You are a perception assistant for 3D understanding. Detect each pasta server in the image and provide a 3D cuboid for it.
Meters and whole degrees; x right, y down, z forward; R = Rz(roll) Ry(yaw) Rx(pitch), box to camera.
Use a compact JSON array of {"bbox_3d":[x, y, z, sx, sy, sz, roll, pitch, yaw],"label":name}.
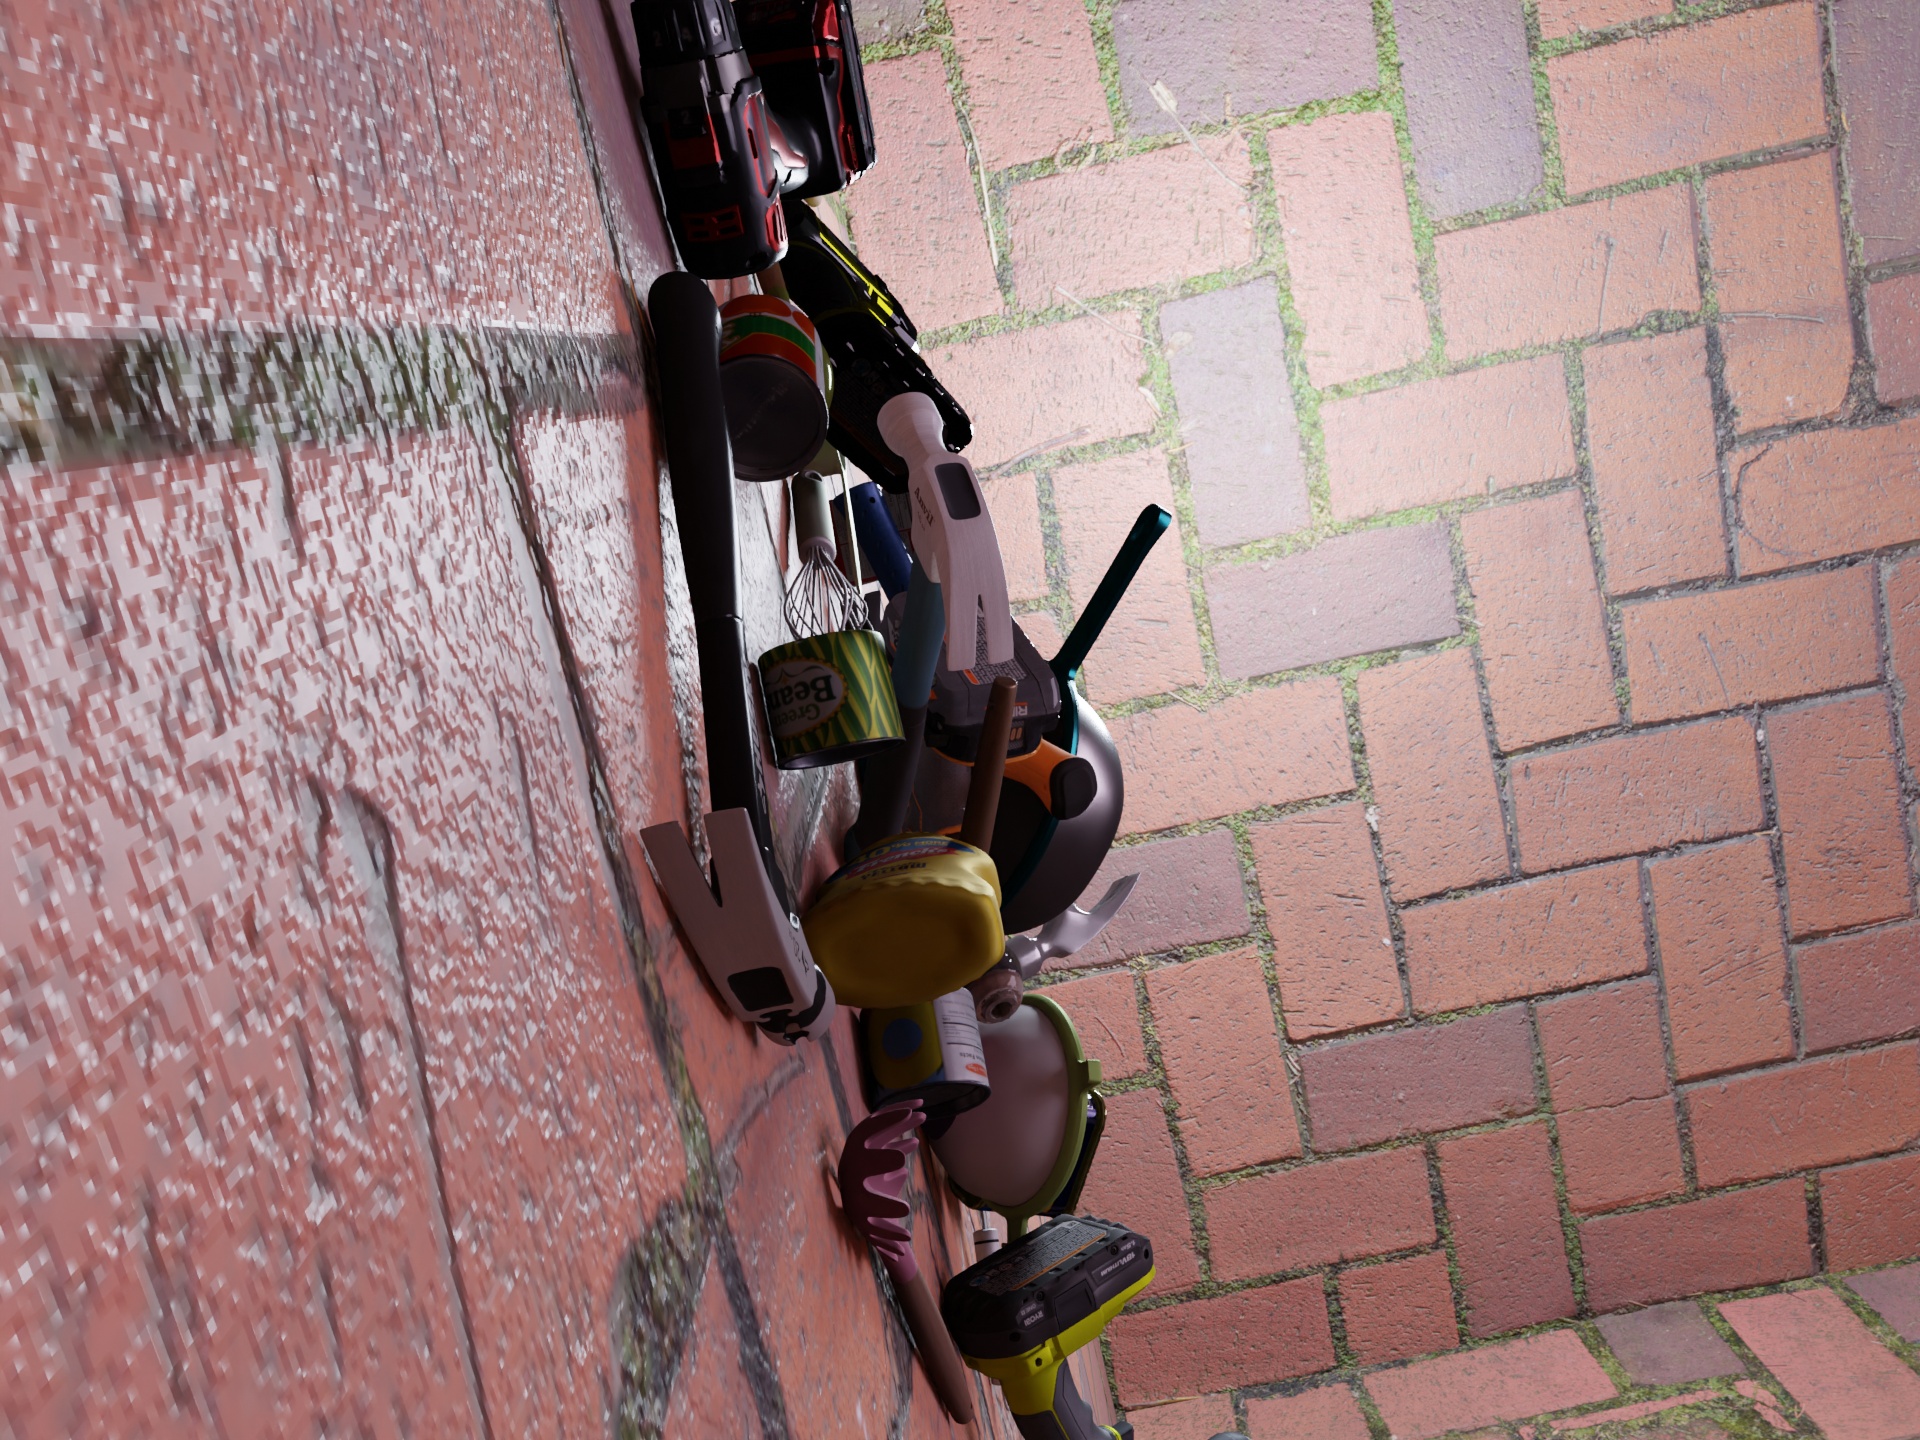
[{"bbox_3d":[-0.017,0.289,0.802,0.315,0.040,0.060,77,14,-45],"label":"pasta server"}]

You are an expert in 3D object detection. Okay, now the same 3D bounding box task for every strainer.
[{"bbox_3d":[0.082,0.014,1.123,0.340,0.095,0.211,-60,-155,9],"label":"strainer"},{"bbox_3d":[-0.001,0.236,1.122,0.257,0.069,0.151,47,-60,56],"label":"strainer"},{"bbox_3d":[0.020,0.381,1.200,0.086,0.050,0.259,69,13,-68],"label":"strainer"}]

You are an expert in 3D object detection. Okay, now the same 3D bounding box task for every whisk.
[{"bbox_3d":[-0.092,-0.103,1.027,0.247,0.057,0.059,-104,-146,-56],"label":"whisk"}]

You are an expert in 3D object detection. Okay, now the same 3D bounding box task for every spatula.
[{"bbox_3d":[0.001,0.116,0.908,0.060,0.018,0.315,41,-49,43],"label":"spatula"}]

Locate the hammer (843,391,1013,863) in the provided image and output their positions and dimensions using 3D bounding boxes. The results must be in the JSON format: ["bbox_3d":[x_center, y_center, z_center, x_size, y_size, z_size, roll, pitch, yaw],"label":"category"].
[{"bbox_3d":[-0.030,-0.010,0.858,0.330,0.033,0.128,105,-33,-51],"label":"hammer"}]

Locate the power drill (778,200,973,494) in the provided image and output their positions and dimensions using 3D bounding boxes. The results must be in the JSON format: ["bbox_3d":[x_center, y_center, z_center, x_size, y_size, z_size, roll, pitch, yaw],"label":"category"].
[{"bbox_3d":[-0.068,-0.265,1.132,0.171,0.080,0.223,39,21,-37],"label":"power drill"}]

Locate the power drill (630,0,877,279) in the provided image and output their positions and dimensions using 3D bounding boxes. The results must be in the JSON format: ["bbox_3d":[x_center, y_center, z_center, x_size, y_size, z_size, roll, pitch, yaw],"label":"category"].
[{"bbox_3d":[-0.119,-0.358,0.875,0.227,0.080,0.187,-70,152,-60],"label":"power drill"}]

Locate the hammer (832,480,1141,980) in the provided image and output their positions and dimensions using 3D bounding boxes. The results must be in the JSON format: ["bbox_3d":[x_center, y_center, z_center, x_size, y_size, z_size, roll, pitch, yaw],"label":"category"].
[{"bbox_3d":[0.008,-0.004,1.264,0.035,0.144,0.405,-31,-96,57],"label":"hammer"}]

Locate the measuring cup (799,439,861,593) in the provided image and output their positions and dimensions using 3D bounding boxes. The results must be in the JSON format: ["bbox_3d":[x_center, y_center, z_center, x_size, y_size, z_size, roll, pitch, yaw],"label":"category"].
[{"bbox_3d":[-0.102,-0.171,1.163,0.083,0.038,0.167,54,26,-84],"label":"measuring cup"}]

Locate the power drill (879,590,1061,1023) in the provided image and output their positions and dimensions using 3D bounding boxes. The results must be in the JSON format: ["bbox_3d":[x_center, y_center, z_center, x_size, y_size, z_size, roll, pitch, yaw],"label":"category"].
[{"bbox_3d":[0.000,0.056,0.968,0.186,0.084,0.226,-122,-148,-46],"label":"power drill"}]

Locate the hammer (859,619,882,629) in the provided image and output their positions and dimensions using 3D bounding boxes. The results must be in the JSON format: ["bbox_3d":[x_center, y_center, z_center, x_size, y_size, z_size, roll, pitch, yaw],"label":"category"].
[{"bbox_3d":[-0.013,0.122,1.287,0.149,0.036,0.409,69,3,-66],"label":"hammer"}]

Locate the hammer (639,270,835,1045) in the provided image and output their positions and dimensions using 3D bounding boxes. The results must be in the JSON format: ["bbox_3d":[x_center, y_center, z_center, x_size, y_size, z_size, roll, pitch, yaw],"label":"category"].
[{"bbox_3d":[-0.098,-0.050,0.632,0.146,0.035,0.335,75,4,-61],"label":"hammer"}]

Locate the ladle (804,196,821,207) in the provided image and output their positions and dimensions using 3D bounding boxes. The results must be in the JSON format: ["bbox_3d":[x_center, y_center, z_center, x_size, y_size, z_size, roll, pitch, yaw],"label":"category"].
[{"bbox_3d":[-0.144,-0.414,1.026,0.315,0.031,0.069,39,43,-73],"label":"ladle"}]

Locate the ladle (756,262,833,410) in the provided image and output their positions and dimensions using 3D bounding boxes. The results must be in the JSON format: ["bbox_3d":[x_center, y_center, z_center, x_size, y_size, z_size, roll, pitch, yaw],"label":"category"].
[{"bbox_3d":[-0.136,-0.286,1.035,0.078,0.062,0.321,79,-6,-46],"label":"ladle"}]

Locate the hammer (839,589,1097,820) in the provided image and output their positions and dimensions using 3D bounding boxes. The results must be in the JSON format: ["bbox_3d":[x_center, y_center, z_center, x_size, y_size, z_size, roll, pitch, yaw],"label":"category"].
[{"bbox_3d":[-0.002,-0.004,1.099,0.337,0.034,0.127,27,-50,62],"label":"hammer"}]

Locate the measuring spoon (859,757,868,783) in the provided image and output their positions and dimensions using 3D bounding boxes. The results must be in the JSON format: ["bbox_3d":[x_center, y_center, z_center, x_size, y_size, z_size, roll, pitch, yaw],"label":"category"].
[{"bbox_3d":[-0.053,0.082,1.173,0.042,0.021,0.128,50,29,-85],"label":"measuring spoon"}]

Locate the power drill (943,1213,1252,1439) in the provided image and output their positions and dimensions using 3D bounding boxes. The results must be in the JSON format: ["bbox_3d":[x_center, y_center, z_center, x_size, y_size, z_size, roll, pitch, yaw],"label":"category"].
[{"bbox_3d":[0.094,0.439,1.010,0.080,0.190,0.228,-11,-83,58],"label":"power drill"}]
